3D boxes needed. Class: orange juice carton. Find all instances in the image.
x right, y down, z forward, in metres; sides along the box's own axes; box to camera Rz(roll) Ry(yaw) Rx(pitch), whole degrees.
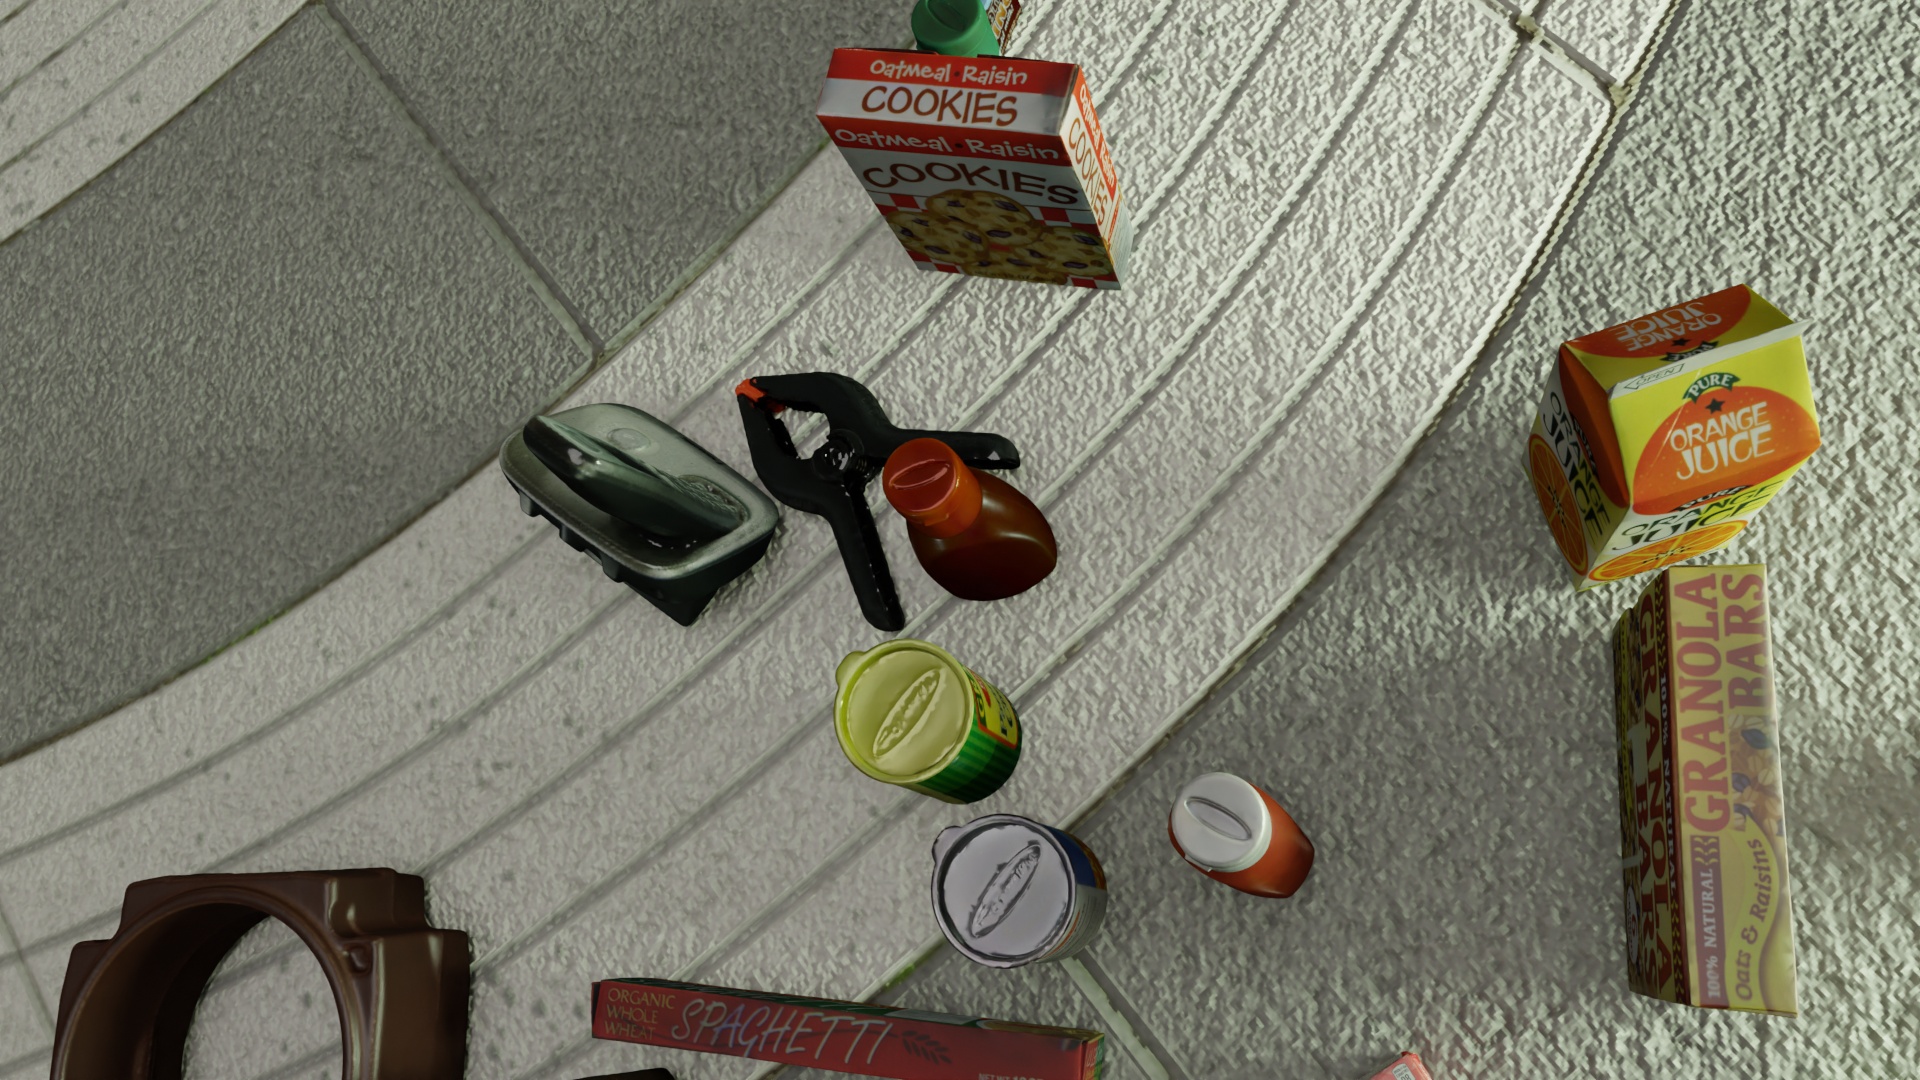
[{"bbox_3d":[0.290,-0.042,0.576,0.072,0.192,0.073,-18,71,11],"label":"orange juice carton"}]

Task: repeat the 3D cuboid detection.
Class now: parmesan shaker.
[{"bbox_3d":[-0.014,0.088,0.673,0.071,0.103,0.071,-4,74,15],"label":"parmesan shaker"}]

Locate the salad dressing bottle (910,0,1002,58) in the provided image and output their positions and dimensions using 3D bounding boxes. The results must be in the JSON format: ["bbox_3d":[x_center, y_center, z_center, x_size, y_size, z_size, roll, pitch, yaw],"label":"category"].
[{"bbox_3d":[0.013,-0.233,0.735,0.044,0.147,0.064,-43,68,1],"label":"salad dressing bottle"}]

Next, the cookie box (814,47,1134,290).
[{"bbox_3d":[0.014,-0.186,0.710,0.123,0.167,0.040,10,78,18],"label":"cookie box"}]

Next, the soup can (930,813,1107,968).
[{"bbox_3d":[0.028,0.163,0.650,0.071,0.083,0.071,-4,74,15],"label":"soup can"}]

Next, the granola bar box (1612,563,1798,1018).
[{"bbox_3d":[0.299,0.104,0.568,0.039,0.124,0.166,0,75,16],"label":"granola bar box"}]

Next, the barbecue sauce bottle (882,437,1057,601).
[{"bbox_3d":[0.002,-0.008,0.672,0.065,0.148,0.044,-18,71,11],"label":"barbecue sauce bottle"}]

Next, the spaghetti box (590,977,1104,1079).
[{"bbox_3d":[-0.058,0.238,0.670,0.250,0.050,0.029,1,75,16],"label":"spaghetti box"}]

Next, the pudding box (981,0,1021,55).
[{"bbox_3d":[0.004,-0.291,0.807,0.030,0.049,0.084,18,80,20],"label":"pudding box"}]

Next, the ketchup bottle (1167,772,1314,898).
[{"bbox_3d":[0.118,0.127,0.599,0.065,0.148,0.043,27,84,21],"label":"ketchup bottle"}]
